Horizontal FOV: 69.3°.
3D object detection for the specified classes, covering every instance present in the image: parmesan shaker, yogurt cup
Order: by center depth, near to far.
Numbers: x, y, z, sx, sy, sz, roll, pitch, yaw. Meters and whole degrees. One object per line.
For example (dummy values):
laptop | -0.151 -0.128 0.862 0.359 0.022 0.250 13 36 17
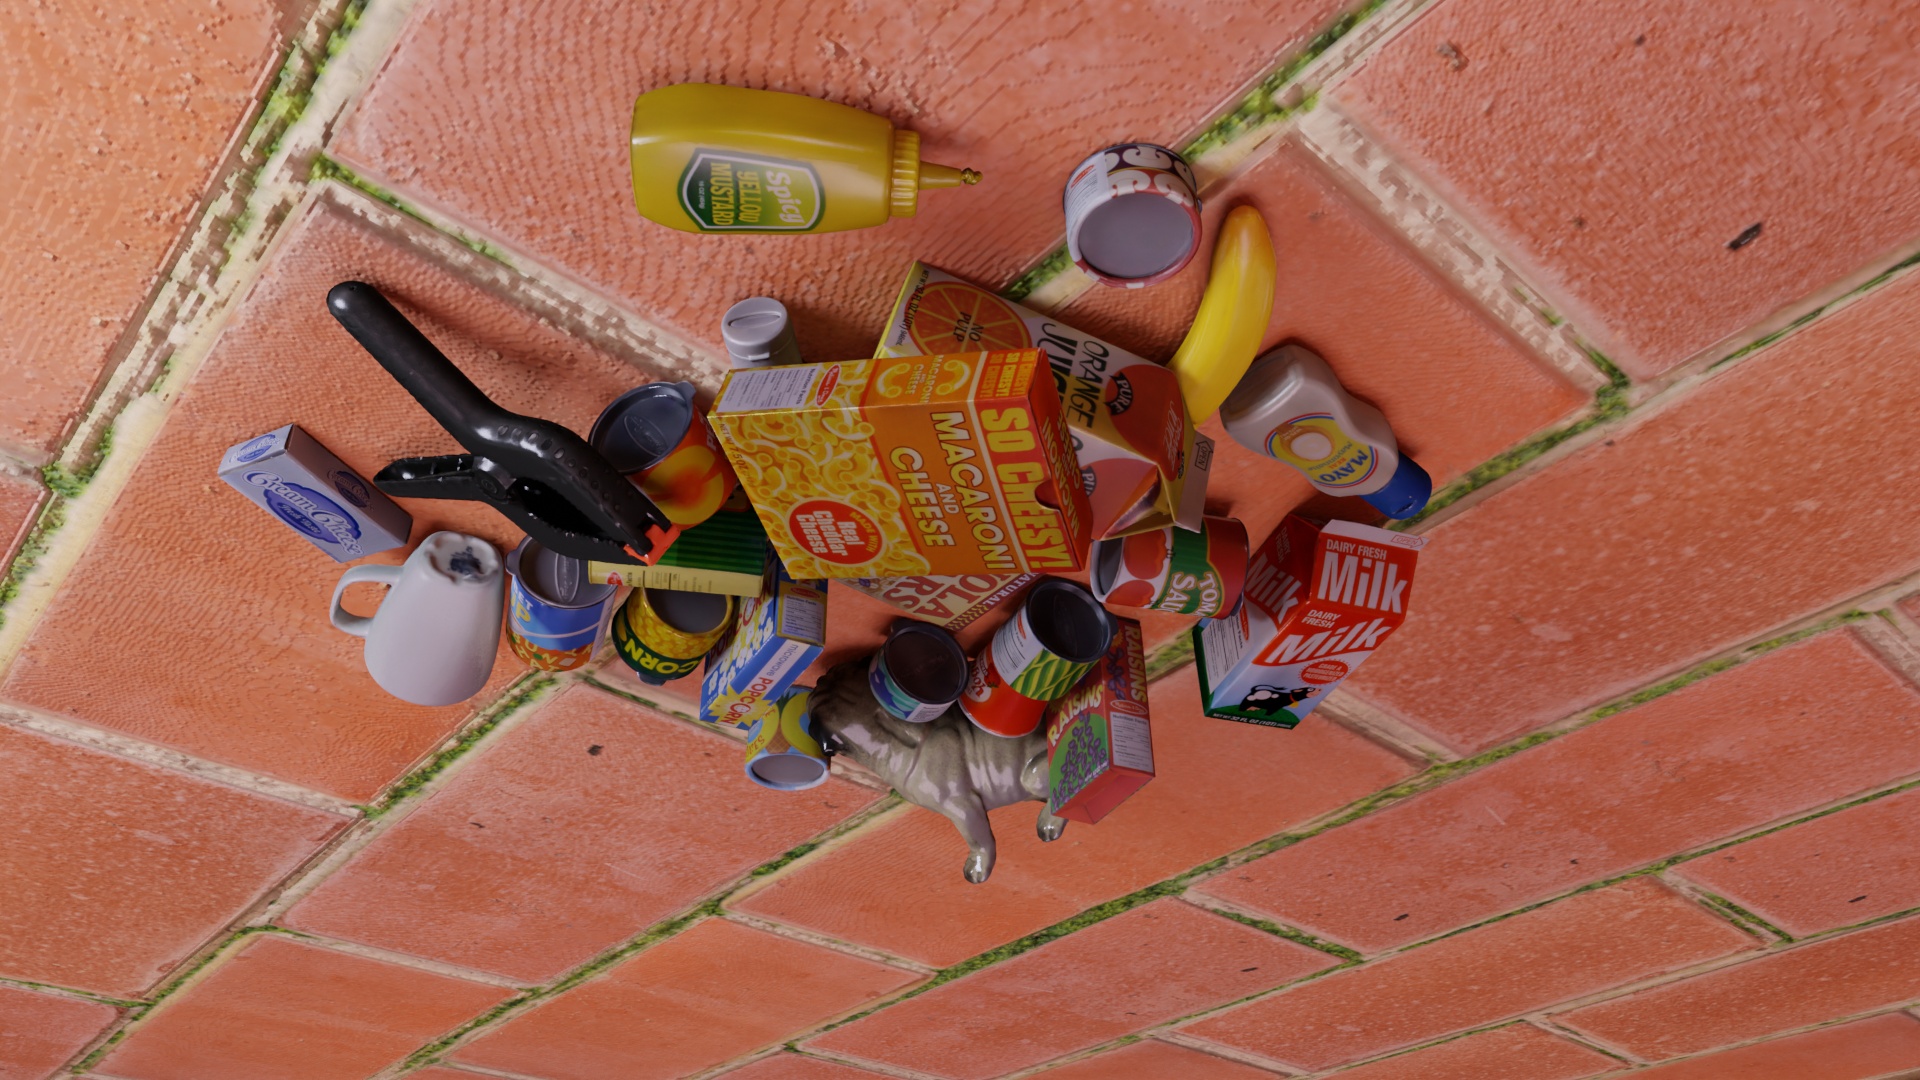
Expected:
parmesan shaker | -0.172 -0.002 0.856 0.103 0.071 0.071 5 143 -10
yogurt cup | 0.037 0.100 1.001 0.072 0.073 0.053 13 133 -18

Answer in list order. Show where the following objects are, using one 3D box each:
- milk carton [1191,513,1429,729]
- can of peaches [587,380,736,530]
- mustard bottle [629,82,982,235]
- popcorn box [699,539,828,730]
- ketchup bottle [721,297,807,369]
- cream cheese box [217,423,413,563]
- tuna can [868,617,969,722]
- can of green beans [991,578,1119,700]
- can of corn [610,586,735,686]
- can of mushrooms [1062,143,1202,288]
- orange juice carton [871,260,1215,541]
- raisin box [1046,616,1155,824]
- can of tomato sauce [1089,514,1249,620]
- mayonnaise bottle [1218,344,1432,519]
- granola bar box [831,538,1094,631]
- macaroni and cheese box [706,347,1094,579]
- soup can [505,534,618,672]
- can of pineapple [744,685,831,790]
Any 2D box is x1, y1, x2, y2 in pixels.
milk carton | 0.230 0.047 0.924 0.072 0.074 0.189 10 142 -14
can of peaches | -0.167 -0.048 0.792 0.071 0.071 0.058 -12 142 15
mustard bottle | -0.069 -0.172 0.640 0.160 0.049 0.065 2 145 -4
popcorn box | -0.130 0.060 0.921 0.038 0.085 0.126 18 139 -25
ketchup bottle | -0.100 -0.071 0.781 0.065 0.044 0.148 -9 143 0
cream cheese box | -0.392 -0.026 0.849 0.053 0.024 0.103 -15 141 18
tuna can | -0.031 0.092 0.987 0.071 0.071 0.032 15 141 -20
can of green beans | 0.062 0.069 0.955 0.071 0.071 0.057 14 141 -19
can of corn | -0.191 0.053 0.922 0.071 0.071 0.058 18 138 -24
can of mushrooms | 0.086 -0.157 0.679 0.071 0.033 0.070 -1 143 0
orange juice carton | 0.045 -0.065 0.735 0.193 0.072 0.072 22 139 -7
raisin box | 0.097 0.126 0.985 0.040 0.124 0.085 15 141 -19
can of tomato sauce | 0.131 0.014 0.880 0.083 0.071 0.070 8 142 -12
mayonnaise bottle | 0.219 -0.057 0.810 0.148 0.041 0.064 28 133 -32
granola bar box | 0.003 -0.011 0.869 0.124 0.039 0.165 25 136 -31
macaroni and cheese box | -0.027 -0.034 0.704 0.166 0.040 0.123 -2 137 19
soup can | -0.262 0.037 0.903 0.071 0.072 0.083 11 142 -16
can of pineapple | -0.133 0.152 1.069 0.071 0.058 0.070 -1 143 0
